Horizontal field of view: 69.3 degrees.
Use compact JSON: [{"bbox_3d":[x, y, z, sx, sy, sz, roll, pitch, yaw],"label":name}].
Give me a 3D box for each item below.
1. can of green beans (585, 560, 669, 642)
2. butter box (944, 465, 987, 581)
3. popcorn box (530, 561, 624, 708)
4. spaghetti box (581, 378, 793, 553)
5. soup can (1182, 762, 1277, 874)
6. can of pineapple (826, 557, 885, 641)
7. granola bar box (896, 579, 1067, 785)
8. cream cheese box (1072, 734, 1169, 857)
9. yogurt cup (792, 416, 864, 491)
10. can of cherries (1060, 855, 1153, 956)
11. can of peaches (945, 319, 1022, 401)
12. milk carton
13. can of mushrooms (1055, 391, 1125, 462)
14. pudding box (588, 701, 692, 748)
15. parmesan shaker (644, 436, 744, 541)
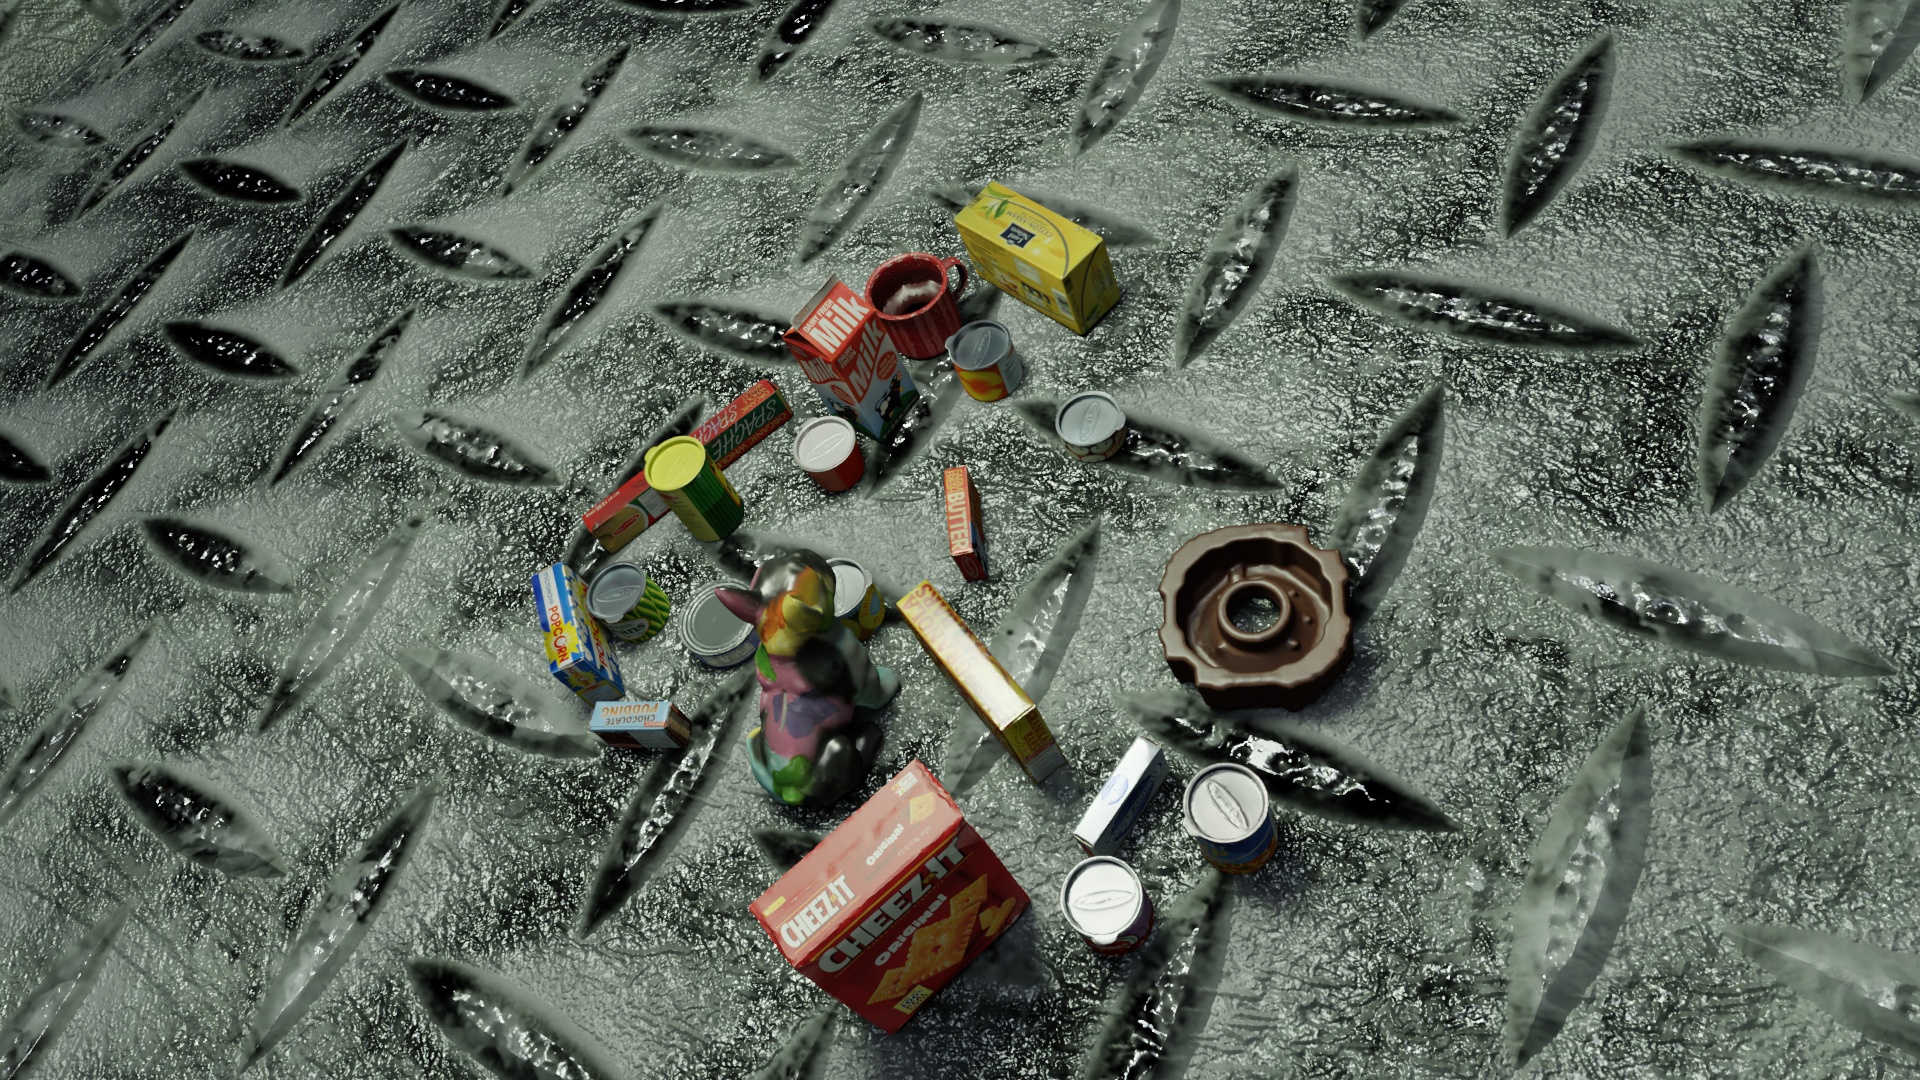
[{"bbox_3d":[-0.338,0.063,1.415,0.071,0.057,0.071,-8,57,13],"label":"can of green beans"},{"bbox_3d":[0.005,-0.017,1.355,0.024,0.053,0.104,-12,56,11],"label":"butter box"},{"bbox_3d":[-0.384,0.094,1.394,0.038,0.085,0.127,-26,55,2],"label":"popcorn box"},{"bbox_3d":[-0.291,-0.081,1.495,0.250,0.050,0.029,-39,55,-8],"label":"spaghetti box"},{"bbox_3d":[0.215,0.226,1.114,0.071,0.083,0.071,-9,57,13],"label":"soup can"},{"bbox_3d":[-0.110,0.059,1.343,0.071,0.057,0.071,-8,57,13],"label":"can of pineapple"},{"bbox_3d":[0.018,0.125,1.218,0.039,0.123,0.166,-38,55,-7],"label":"granola bar box"},{"bbox_3d":[0.135,0.218,1.164,0.024,0.053,0.104,27,71,30],"label":"cream cheese box"},{"bbox_3d":[-0.134,-0.087,1.445,0.072,0.053,0.073,-8,57,13],"label":"yogurt cup"},{"bbox_3d":[0.118,0.297,1.117,0.071,0.058,0.072,-8,57,13],"label":"can of cherries"},{"bbox_3d":[0.025,-0.188,1.453,0.071,0.058,0.071,-8,57,13],"label":"can of peaches"},{"bbox_3d":[-0.116,-0.189,1.420,0.073,0.189,0.072,28,71,30],"label":"milk carton"},{"bbox_3d":[0.133,-0.113,1.385,0.071,0.033,0.071,-8,57,13],"label":"can of mushrooms"},{"bbox_3d":[-0.308,0.178,1.338,0.083,0.049,0.030,-3,59,17],"label":"pudding box"},{"bbox_3d":[-0.276,-0.053,1.441,0.071,0.102,0.071,-9,57,13],"label":"parmesan shaker"}]
